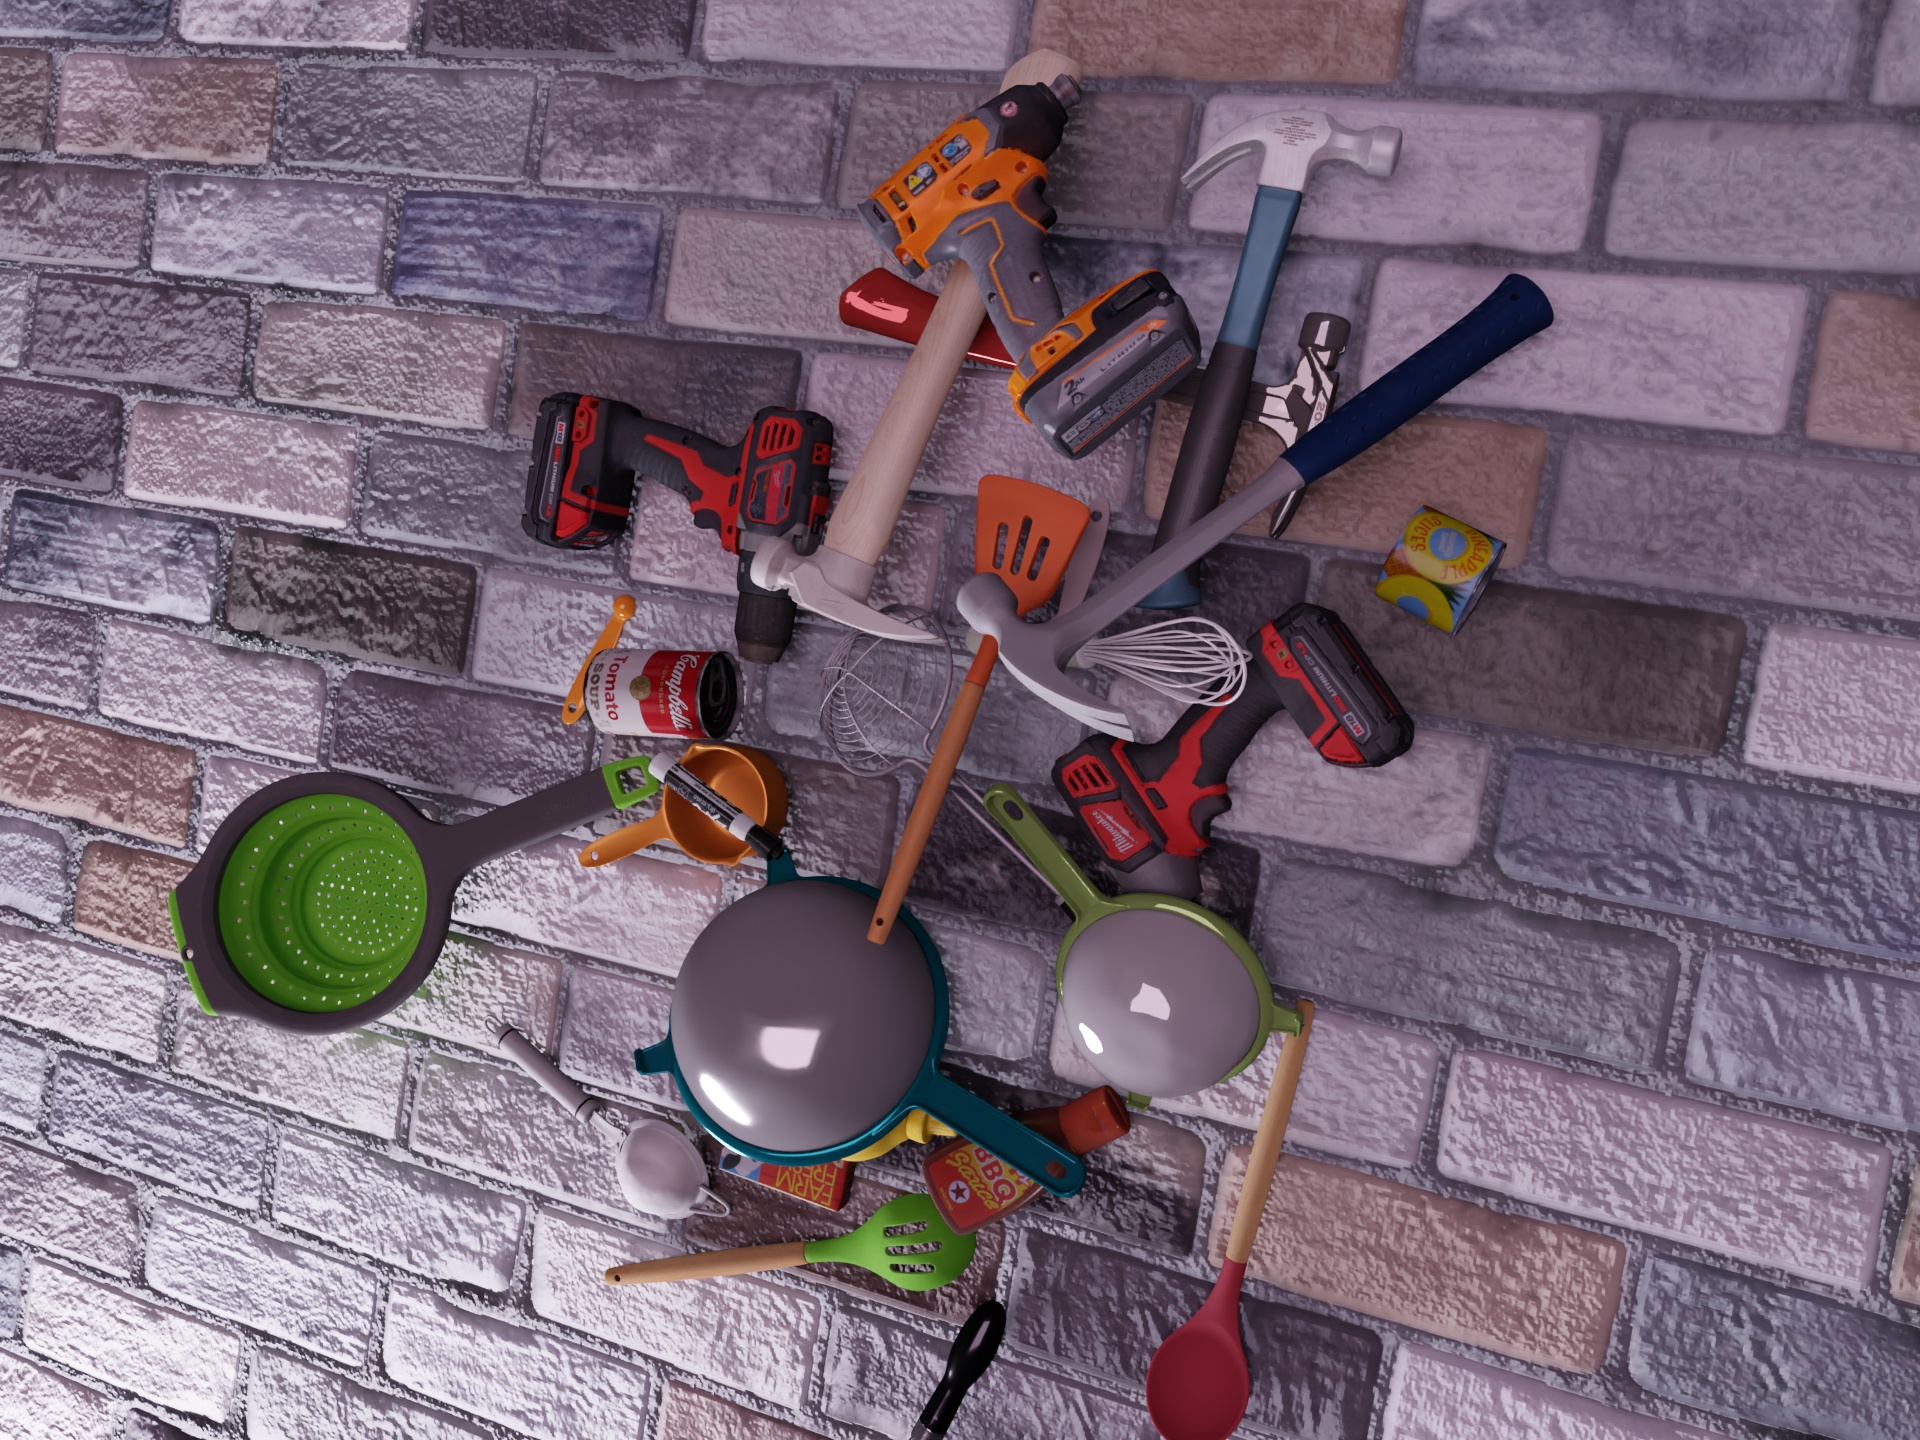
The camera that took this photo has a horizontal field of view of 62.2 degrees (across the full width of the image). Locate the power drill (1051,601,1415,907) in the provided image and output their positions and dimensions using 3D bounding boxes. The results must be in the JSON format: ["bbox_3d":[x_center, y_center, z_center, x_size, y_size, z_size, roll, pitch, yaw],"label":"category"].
[{"bbox_3d":[0.180,0.032,1.050,0.219,0.078,0.143,-36,79,20],"label":"power drill"}]

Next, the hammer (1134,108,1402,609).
[{"bbox_3d":[0.176,-0.228,1.031,0.128,0.033,0.331,17,97,18],"label":"hammer"}]

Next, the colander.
[{"bbox_3d":[-0.420,0.116,1.276,0.397,0.094,0.204,-21,83,1],"label":"colander"}]

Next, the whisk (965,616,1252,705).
[{"bbox_3d":[0.090,-0.047,1.052,0.246,0.058,0.059,9,120,47],"label":"whisk"}]

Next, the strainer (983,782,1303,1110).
[{"bbox_3d":[0.092,0.153,1.037,0.151,0.069,0.256,-35,97,33],"label":"strainer"}]

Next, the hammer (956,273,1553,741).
[{"bbox_3d":[0.199,-0.142,0.977,0.405,0.035,0.144,-36,59,-6],"label":"hammer"}]

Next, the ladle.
[{"bbox_3d":[0.192,0.339,1.074,0.069,0.031,0.315,16,94,17],"label":"ladle"}]

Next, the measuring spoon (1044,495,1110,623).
[{"bbox_3d":[0.080,-0.098,1.112,0.034,0.018,0.124,19,97,19],"label":"measuring spoon"}]

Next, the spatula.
[{"bbox_3d":[-0.002,-0.003,1.064,0.081,0.041,0.322,20,87,15],"label":"spatula"}]

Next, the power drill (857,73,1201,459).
[{"bbox_3d":[0.055,-0.299,1.016,0.164,0.084,0.227,-38,72,10],"label":"power drill"}]

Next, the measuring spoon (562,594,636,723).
[{"bbox_3d":[-0.288,-0.047,1.253,0.021,0.011,0.117,33,102,17],"label":"measuring spoon"}]

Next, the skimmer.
[{"bbox_3d":[0.039,0.069,1.125,0.363,0.090,0.127,44,111,4],"label":"skimmer"}]

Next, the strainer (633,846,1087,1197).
[{"bbox_3d":[-0.068,0.223,1.084,0.340,0.095,0.211,26,75,24],"label":"strainer"}]

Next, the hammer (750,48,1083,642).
[{"bbox_3d":[-0.002,-0.256,1.089,0.146,0.038,0.410,24,93,18],"label":"hammer"}]

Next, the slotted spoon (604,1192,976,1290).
[{"bbox_3d":[-0.137,0.405,1.197,0.314,0.031,0.070,-14,86,21],"label":"slotted spoon"}]

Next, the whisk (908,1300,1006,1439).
[{"bbox_3d":[-0.037,0.543,1.149,0.070,0.070,0.284,30,96,17],"label":"whisk"}]

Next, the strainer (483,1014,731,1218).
[{"bbox_3d":[-0.288,0.313,1.246,0.258,0.050,0.086,35,117,20],"label":"strainer"}]

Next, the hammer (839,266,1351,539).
[{"bbox_3d":[0.078,-0.241,1.102,0.359,0.036,0.149,18,97,19],"label":"hammer"}]

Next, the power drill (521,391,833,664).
[{"bbox_3d":[-0.209,-0.149,1.191,0.227,0.080,0.188,11,95,17],"label":"power drill"}]

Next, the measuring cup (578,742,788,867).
[{"bbox_3d":[-0.209,0.076,1.206,0.173,0.052,0.095,-23,83,21],"label":"measuring cup"}]
